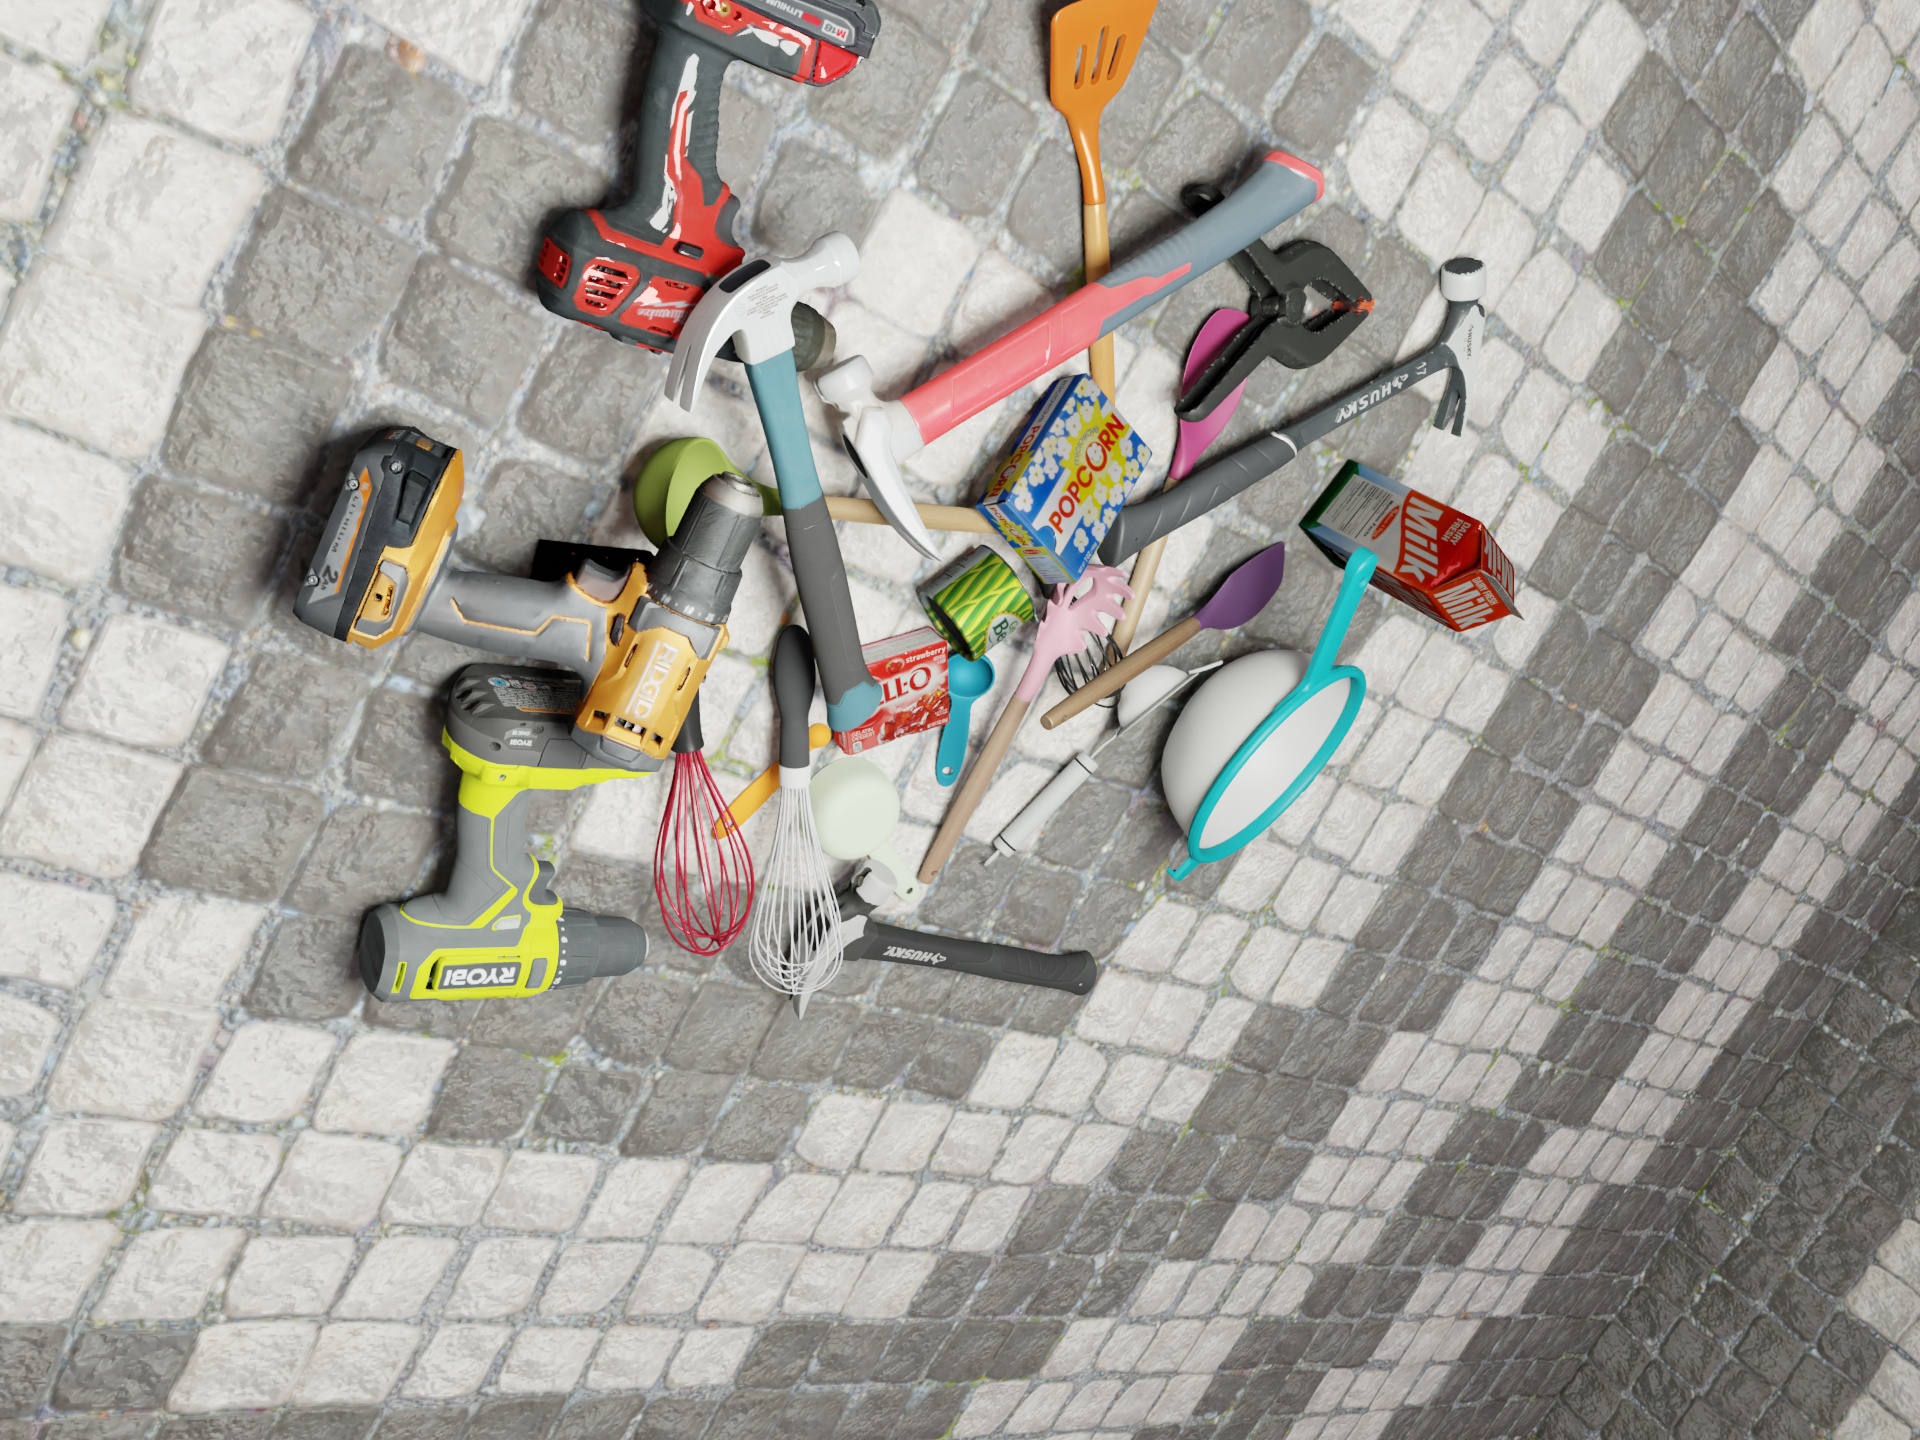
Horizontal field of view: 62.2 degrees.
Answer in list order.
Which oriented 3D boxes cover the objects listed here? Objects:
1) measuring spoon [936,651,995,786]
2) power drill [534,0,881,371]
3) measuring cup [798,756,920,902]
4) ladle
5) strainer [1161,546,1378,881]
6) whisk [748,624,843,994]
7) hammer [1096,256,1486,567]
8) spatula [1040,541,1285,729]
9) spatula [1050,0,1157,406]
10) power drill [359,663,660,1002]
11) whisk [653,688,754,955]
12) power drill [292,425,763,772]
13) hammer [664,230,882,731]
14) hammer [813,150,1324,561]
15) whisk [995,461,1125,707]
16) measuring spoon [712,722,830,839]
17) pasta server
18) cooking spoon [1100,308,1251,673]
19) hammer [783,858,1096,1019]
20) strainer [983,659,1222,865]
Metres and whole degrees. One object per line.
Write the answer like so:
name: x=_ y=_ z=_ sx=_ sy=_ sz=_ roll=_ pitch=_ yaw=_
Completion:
measuring spoon: x=-0.002 y=-0.004 z=1.233 sx=0.042 sy=0.021 sz=0.128 roll=8 pitch=125 yaw=-6
power drill: x=-0.126 y=-0.314 z=0.916 sx=0.187 sy=0.080 sz=0.226 roll=8 pitch=114 yaw=-38
measuring cup: x=-0.063 y=0.099 z=1.233 sx=0.083 sy=0.038 sz=0.167 roll=-40 pitch=130 yaw=-9
ladle: x=-0.065 y=-0.138 z=1.060 sx=0.320 sy=0.062 sz=0.078 roll=1 pitch=107 yaw=-32
strainer: x=0.249 y=-0.029 z=1.304 sx=0.211 sy=0.095 sz=0.340 roll=-30 pitch=149 yaw=-33
whisk: x=-0.121 y=0.069 z=1.150 sx=0.070 sy=0.070 sz=0.284 roll=-9 pitch=110 yaw=-31
hammer: x=0.271 y=-0.224 z=1.266 sx=0.409 sy=0.036 sz=0.149 roll=-31 pitch=132 yaw=-21
spatula: x=0.170 y=-0.064 z=1.268 sx=0.316 sy=0.018 sz=0.059 roll=-32 pitch=133 yaw=-37
spatula: x=0.098 y=-0.329 z=1.088 sx=0.081 sy=0.041 sz=0.322 roll=-23 pitch=129 yaw=-21
power drill: x=-0.276 y=0.085 z=1.050 sx=0.190 sy=0.080 sz=0.228 roll=4 pitch=117 yaw=-37
whisk: x=-0.186 y=0.035 z=1.099 sx=0.073 sy=0.073 sz=0.295 roll=-16 pitch=118 yaw=-27
power drill: x=-0.237 y=-0.090 z=0.910 sx=0.226 sy=0.084 sz=0.185 roll=24 pitch=105 yaw=-17
hammer: x=-0.095 y=-0.128 z=0.997 sx=0.128 sy=0.033 sz=0.330 roll=-29 pitch=133 yaw=-21
hammer: x=0.095 y=-0.260 z=1.070 sx=0.386 sy=0.038 sz=0.143 roll=-34 pitch=110 yaw=-13
whisk: x=0.075 y=-0.099 z=1.210 sx=0.055 sy=0.055 sz=0.238 roll=-36 pitch=128 yaw=-12
measuring spoon: x=-0.138 y=0.047 z=1.167 sx=0.117 sy=0.011 sz=0.021 roll=-45 pitch=133 yaw=-5
pasta server: x=0.039 y=0.008 z=1.222 sx=0.060 sy=0.040 sz=0.316 roll=11 pitch=120 yaw=-31
cooking spoon: x=0.161 y=-0.166 z=1.248 sx=0.068 sy=0.017 sz=0.318 roll=0 pitch=116 yaw=-39
hammer: x=-0.001 y=0.201 z=1.333 sx=0.334 sy=0.035 sz=0.146 roll=18 pitch=118 yaw=-45
strainer: x=0.108 y=0.027 z=1.313 sx=0.258 sy=0.050 sz=0.087 roll=-46 pitch=177 yaw=4
